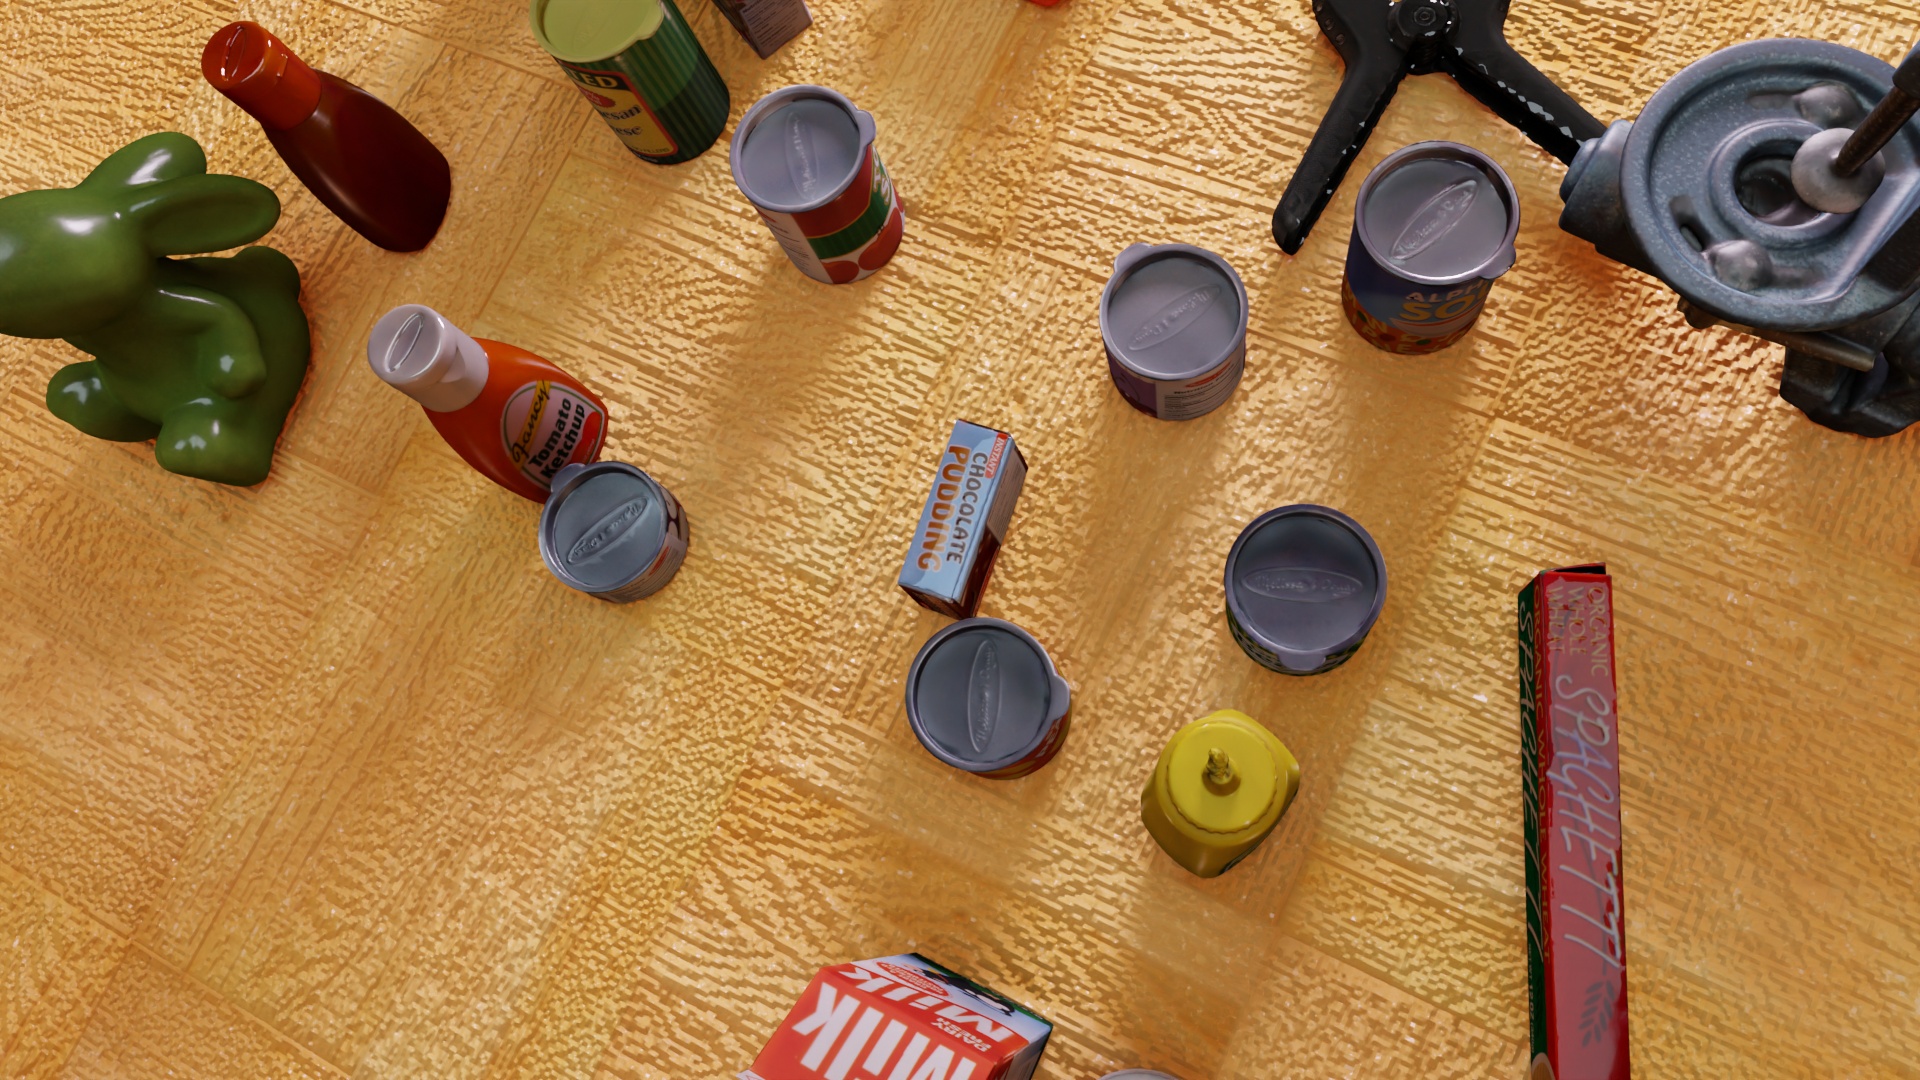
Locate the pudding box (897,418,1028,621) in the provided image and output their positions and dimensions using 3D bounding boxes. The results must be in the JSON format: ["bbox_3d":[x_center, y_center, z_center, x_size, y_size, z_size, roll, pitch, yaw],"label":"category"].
[{"bbox_3d":[0.002,-0.008,0.643,0.030,0.049,0.084,17,79,15],"label":"pudding box"}]

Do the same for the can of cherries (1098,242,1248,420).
[{"bbox_3d":[0.098,-0.097,0.644,0.071,0.058,0.071,-3,75,10],"label":"can of cherries"}]

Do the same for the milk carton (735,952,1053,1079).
[{"bbox_3d":[-0.023,0.205,0.518,0.072,0.190,0.073,23,81,16],"label":"milk carton"}]

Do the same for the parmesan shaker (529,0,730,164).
[{"bbox_3d":[-0.163,-0.244,0.709,0.071,0.103,0.071,-3,75,10],"label":"parmesan shaker"}]

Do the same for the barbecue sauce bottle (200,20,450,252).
[{"bbox_3d":[-0.318,-0.205,0.705,0.044,0.148,0.065,7,77,13],"label":"barbecue sauce bottle"}]

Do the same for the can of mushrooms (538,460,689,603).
[{"bbox_3d":[-0.171,-0.005,0.684,0.071,0.033,0.071,-3,75,10],"label":"can of mushrooms"}]

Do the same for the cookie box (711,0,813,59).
[{"bbox_3d":[-0.146,-0.337,0.697,0.040,0.167,0.123,-38,72,0],"label":"cookie box"}]

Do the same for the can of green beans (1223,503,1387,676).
[{"bbox_3d":[0.148,0.023,0.603,0.071,0.057,0.071,-3,75,10],"label":"can of green beans"}]

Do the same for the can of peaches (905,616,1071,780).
[{"bbox_3d":[0.016,0.072,0.615,0.071,0.058,0.071,-3,75,10],"label":"can of peaches"}]

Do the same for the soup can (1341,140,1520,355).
[{"bbox_3d":[0.208,-0.125,0.617,0.071,0.083,0.071,-3,75,10],"label":"soup can"}]

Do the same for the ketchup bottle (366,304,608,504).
[{"bbox_3d":[-0.219,-0.065,0.649,0.043,0.148,0.065,22,81,15],"label":"ketchup bottle"}]

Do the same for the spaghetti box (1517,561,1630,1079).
[{"bbox_3d":[0.246,0.135,0.558,0.029,0.050,0.250,1,76,11],"label":"spaghetti box"}]

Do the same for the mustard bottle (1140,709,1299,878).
[{"bbox_3d":[0.101,0.097,0.539,0.049,0.160,0.065,42,87,18],"label":"mustard bottle"}]

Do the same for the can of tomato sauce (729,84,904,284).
[{"bbox_3d":[-0.066,-0.173,0.683,0.071,0.083,0.071,-3,75,10],"label":"can of tomato sauce"}]

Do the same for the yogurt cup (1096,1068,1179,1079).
[{"bbox_3d":[0.075,0.246,0.560,0.072,0.054,0.072,-3,75,10],"label":"yogurt cup"}]
